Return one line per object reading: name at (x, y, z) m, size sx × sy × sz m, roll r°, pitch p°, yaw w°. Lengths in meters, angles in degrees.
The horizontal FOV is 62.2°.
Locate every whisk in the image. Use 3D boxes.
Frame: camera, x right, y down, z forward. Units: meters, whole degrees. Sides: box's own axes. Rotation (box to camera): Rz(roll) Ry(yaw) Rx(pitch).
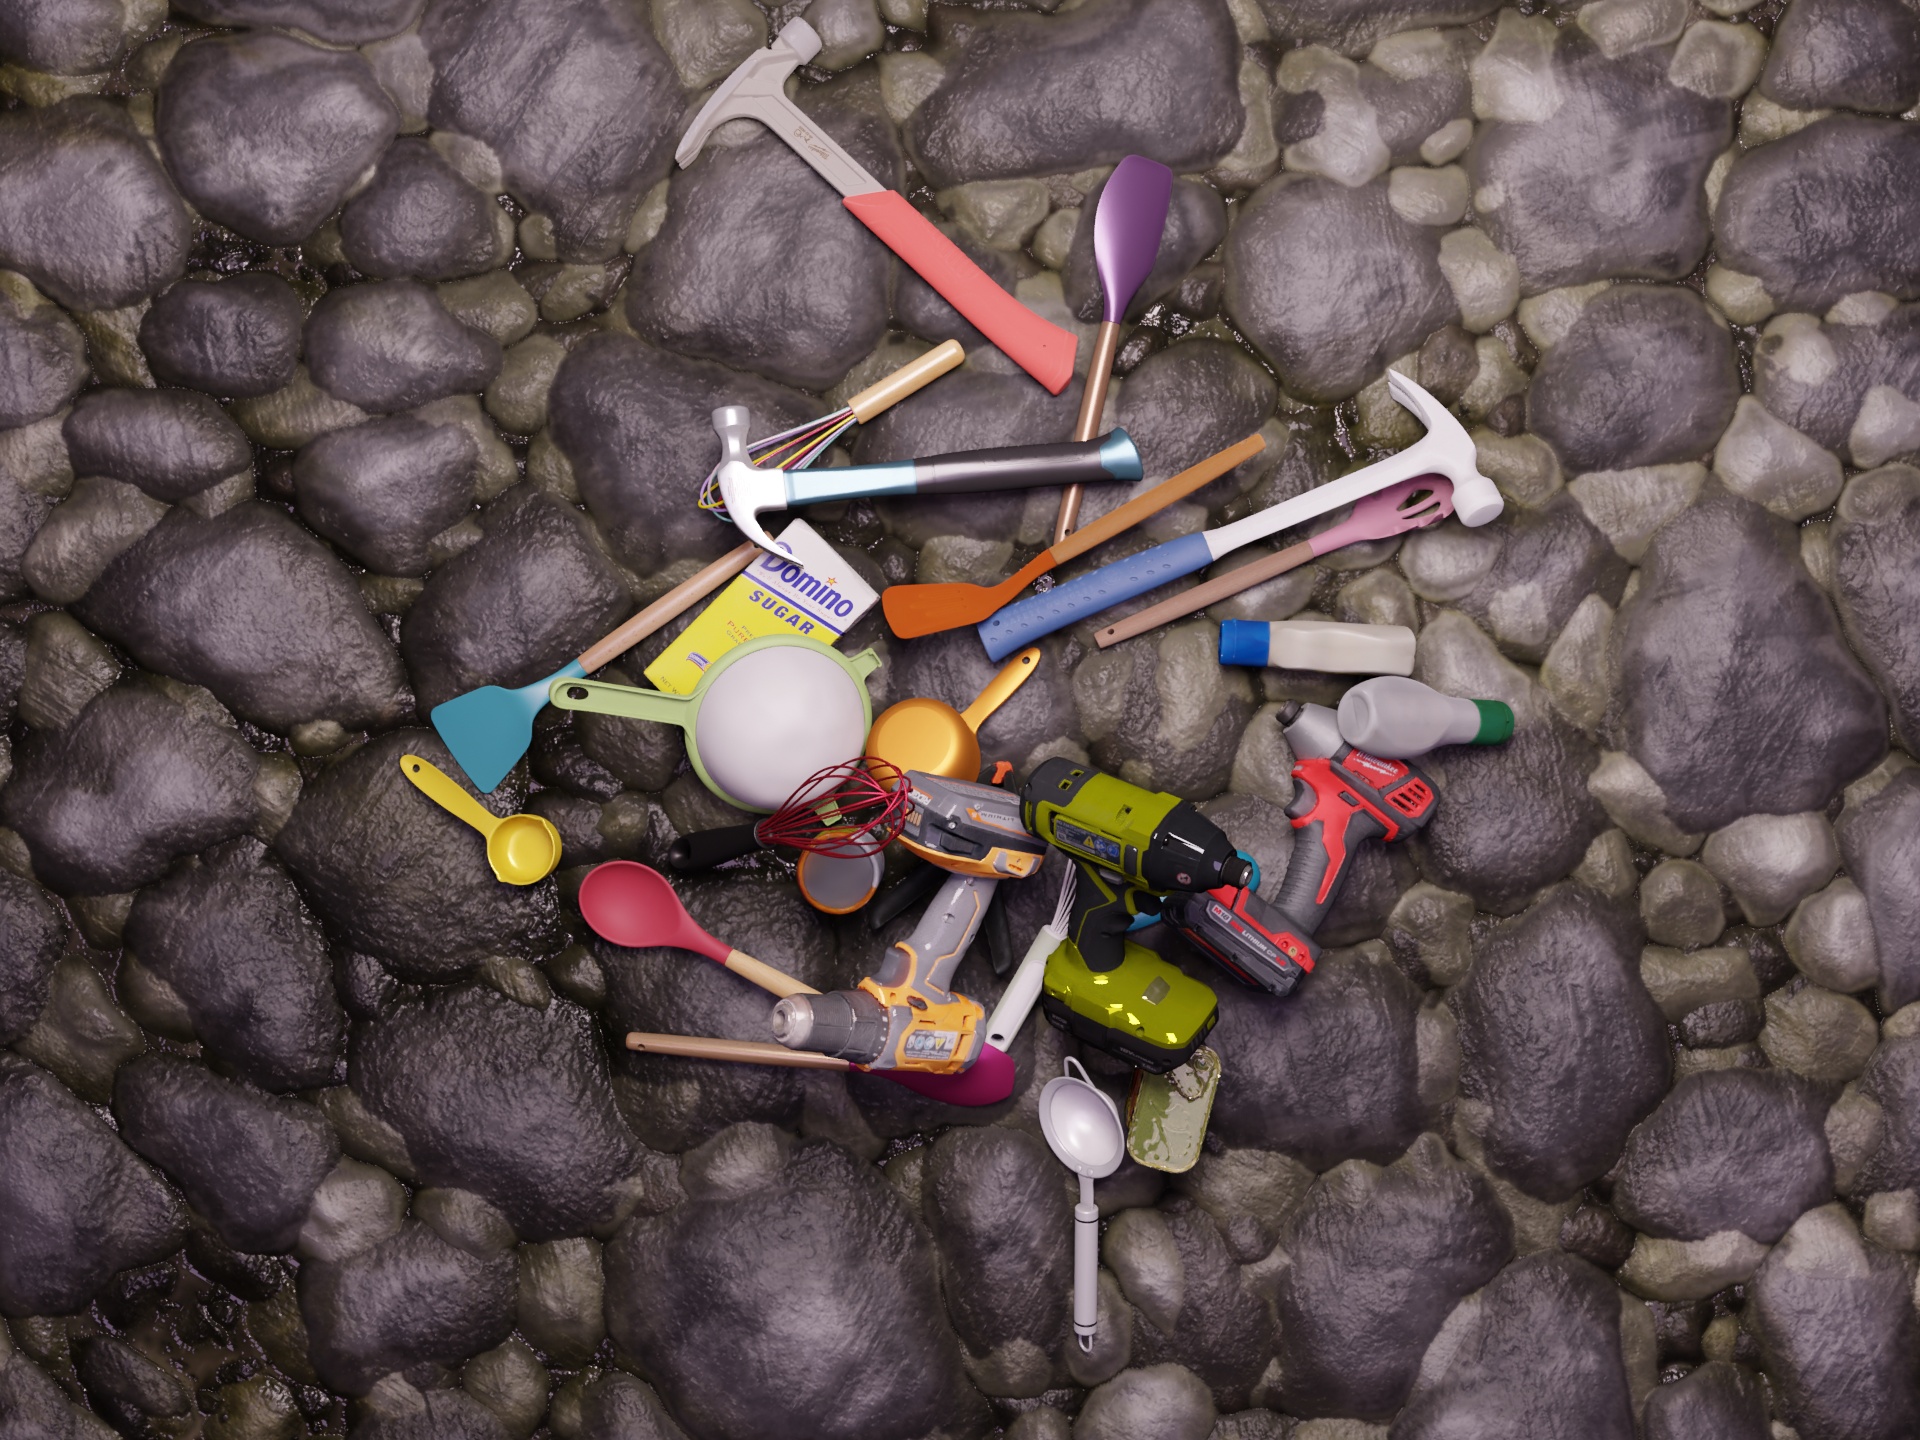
whisk at (-0.134, 0.081, 1.196) m, size 0.296 × 0.073 × 0.073 m, roll -17°, pitch 92°, yaw 45°
whisk at (0.081, 0.165, 1.277) m, size 0.058 × 0.059 × 0.246 m, roll 29°, pitch 97°, yaw -3°
whisk at (-0.103, -0.232, 1.269) m, size 0.245 × 0.047 × 0.051 m, roll -31°, pitch 90°, yaw -1°

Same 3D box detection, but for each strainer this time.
strainer at (-0.182, 0.005, 1.213) m, size 0.256 × 0.069 × 0.151 m, roll 9°, pitch 106°, yaw -23°
strainer at (0.102, 0.390, 1.288) m, size 0.087 × 0.050 × 0.258 m, roll 8°, pitch 102°, yaw 43°

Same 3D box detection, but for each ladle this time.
ladle at (-0.163, 0.202, 1.281) m, size 0.315 × 0.031 × 0.069 m, roll 27°, pitch 95°, yaw 5°

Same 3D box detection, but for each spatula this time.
spatula at (0.113, -0.292, 1.271) m, size 0.059 × 0.018 × 0.316 m, roll 11°, pitch 94°, yaw -20°
spatula at (-0.284, -0.060, 1.290) m, size 0.317 × 0.044 × 0.082 m, roll -34°, pitch 91°, yaw -2°
spatula at (0.090, -0.147, 1.246) m, size 0.322 × 0.081 × 0.041 m, roll -29°, pitch 124°, yaw 6°

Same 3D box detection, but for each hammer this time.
hammer at (-0.052, -0.384, 1.265) m, size 0.359 × 0.037 × 0.149 m, roll 43°, pitch 93°, yaw 0°
hammer at (0.203, -0.145, 1.251) m, size 0.405 × 0.035 × 0.144 m, roll -22°, pitch 63°, yaw 7°
hammer at (-0.022, -0.193, 1.240) m, size 0.331 × 0.033 × 0.128 m, roll -6°, pitch 91°, yaw -5°

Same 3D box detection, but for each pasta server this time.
pasta server at (0.253, -0.129, 1.266) m, size 0.316 × 0.040 × 0.060 m, roll -23°, pitch 62°, yaw 4°

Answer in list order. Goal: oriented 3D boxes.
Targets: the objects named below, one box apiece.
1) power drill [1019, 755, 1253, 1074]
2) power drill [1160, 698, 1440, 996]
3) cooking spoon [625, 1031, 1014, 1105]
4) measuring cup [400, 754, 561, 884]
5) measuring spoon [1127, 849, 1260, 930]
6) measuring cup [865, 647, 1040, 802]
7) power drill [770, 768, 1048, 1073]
power drill at (0.129, 0.146, 1.162) m, size 0.171 × 0.080 × 0.223 m, roll 21°, pitch 133°, yaw 29°
power drill at (0.261, 0.095, 1.244) m, size 0.143 × 0.078 × 0.220 m, roll 39°, pitch 80°, yaw -2°
cooking spoon at (-0.115, 0.276, 1.294) m, size 0.319 × 0.017 × 0.068 m, roll 5°, pitch 114°, yaw 4°
measuring cup at (-0.392, 0.076, 1.299) m, size 0.156 × 0.029 × 0.062 m, roll 36°, pitch 93°, yaw 8°
measuring spoon at (0.183, 0.143, 1.285) m, size 0.128 × 0.021 × 0.042 m, roll -23°, pitch 91°, yaw 0°
measuring cup at (-0.002, -0.004, 1.259) m, size 0.173 × 0.052 × 0.095 m, roll -45°, pitch 66°, yaw -6°
power drill at (-0.038, 0.156, 1.189) m, size 0.185 × 0.084 × 0.226 m, roll 14°, pitch 98°, yaw -41°
